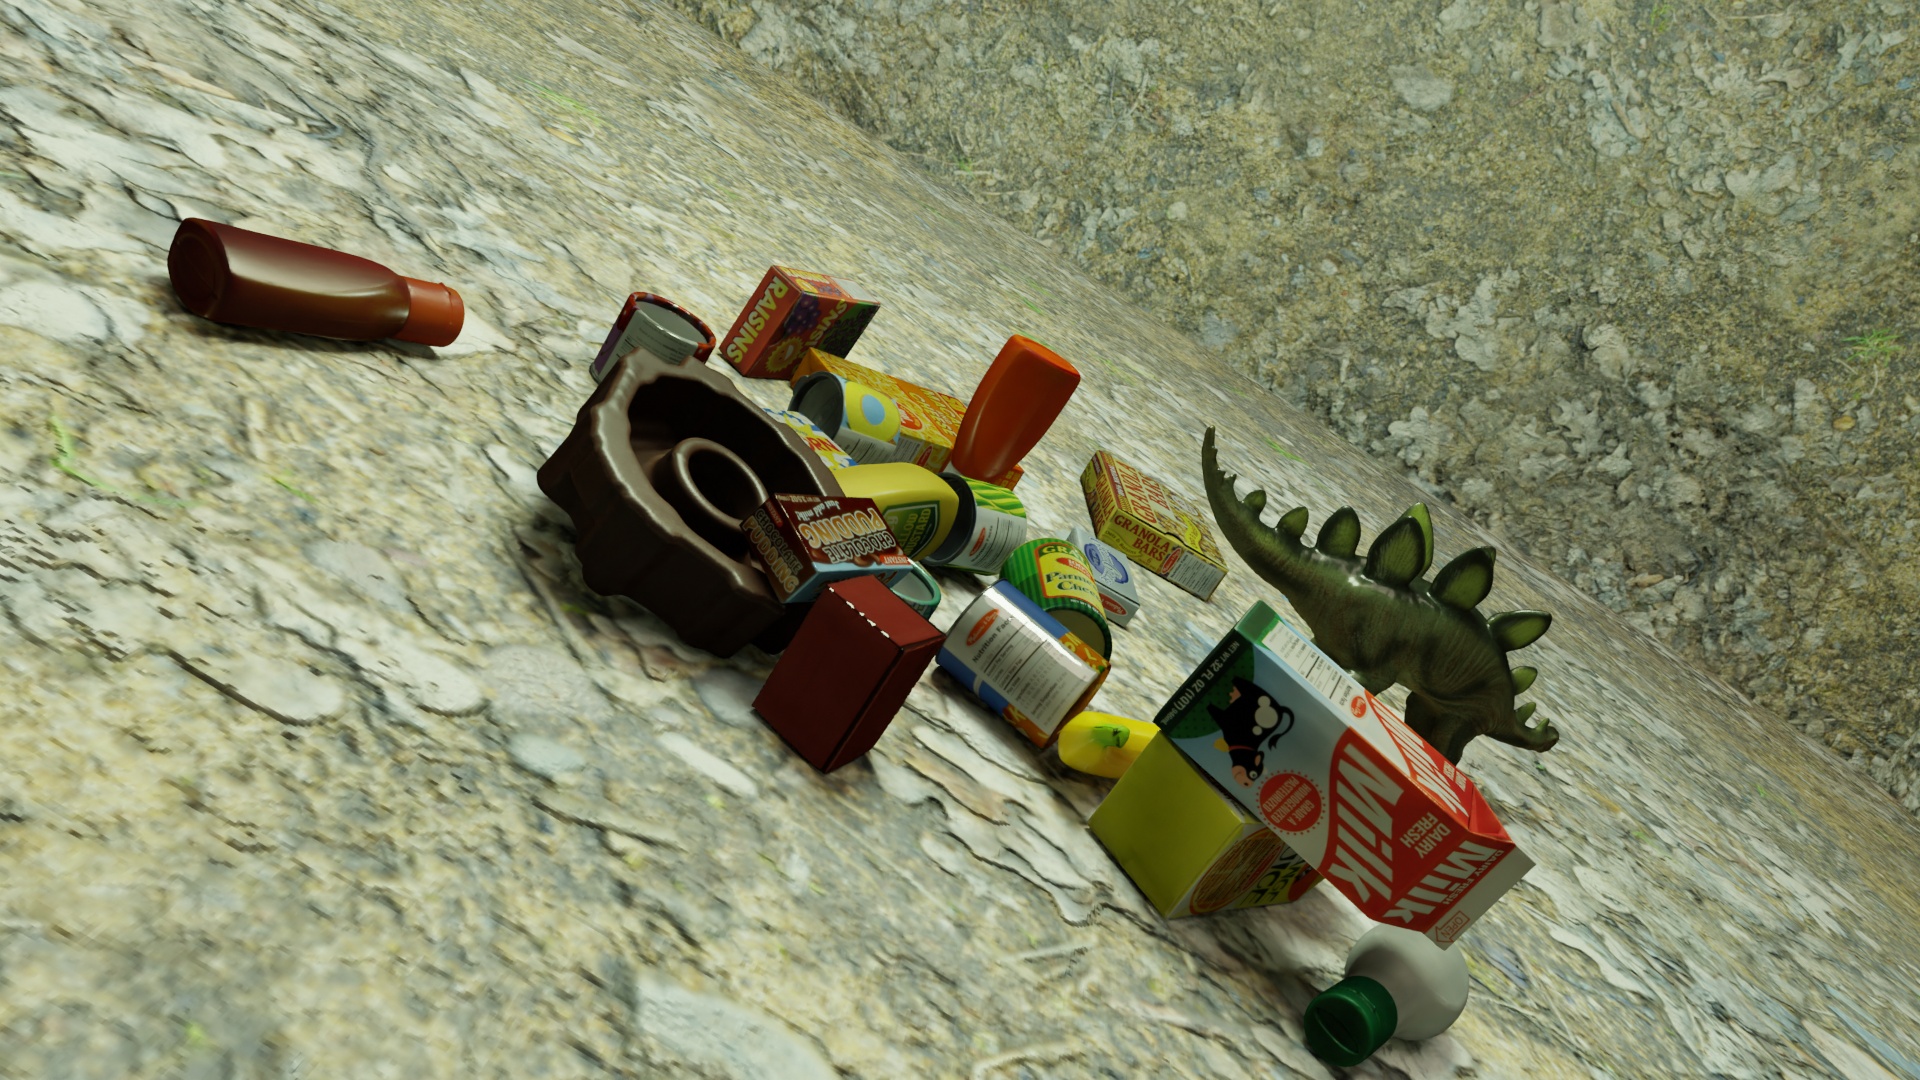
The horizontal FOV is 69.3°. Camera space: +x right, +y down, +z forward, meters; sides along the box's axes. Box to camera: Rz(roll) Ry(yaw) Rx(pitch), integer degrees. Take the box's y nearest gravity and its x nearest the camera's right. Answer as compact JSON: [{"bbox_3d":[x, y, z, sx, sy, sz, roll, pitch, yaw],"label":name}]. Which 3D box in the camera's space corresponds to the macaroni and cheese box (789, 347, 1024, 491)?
[{"bbox_3d":[-0.043,-0.092,1.145,0.166,0.040,0.124,15,26,-42],"label":"macaroni and cheese box"}]

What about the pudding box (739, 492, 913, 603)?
[{"bbox_3d":[-0.067,0.004,0.710,0.084,0.030,0.050,1,54,-57],"label":"pudding box"}]

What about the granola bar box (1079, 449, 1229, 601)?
[{"bbox_3d":[0.182,-0.018,1.329,0.124,0.039,0.166,29,19,-12],"label":"granola bar box"}]

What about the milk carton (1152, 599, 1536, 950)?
[{"bbox_3d":[0.201,0.125,0.727,0.191,0.072,0.073,41,22,11],"label":"milk carton"}]

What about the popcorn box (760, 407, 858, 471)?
[{"bbox_3d":[-0.125,-0.051,0.911,0.085,0.038,0.127,43,21,24],"label":"popcorn box"}]

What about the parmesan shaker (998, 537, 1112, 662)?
[{"bbox_3d":[0.064,0.050,0.926,0.071,0.071,0.103,28,19,-15],"label":"parmesan shaker"}]

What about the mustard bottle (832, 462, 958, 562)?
[{"bbox_3d":[-0.068,-0.016,0.886,0.049,0.065,0.160,38,24,30],"label":"mustard bottle"}]

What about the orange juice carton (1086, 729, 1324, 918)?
[{"bbox_3d":[0.167,0.161,0.805,0.193,0.072,0.072,11,30,-49],"label":"orange juice carton"}]

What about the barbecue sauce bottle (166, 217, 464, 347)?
[{"bbox_3d":[-0.344,-0.135,0.757,0.065,0.043,0.149,43,20,27],"label":"barbecue sauce bottle"}]

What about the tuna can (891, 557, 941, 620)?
[{"bbox_3d":[-0.046,0.033,0.841,0.071,0.032,0.071,29,18,-11],"label":"tuna can"}]

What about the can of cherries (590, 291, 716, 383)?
[{"bbox_3d":[-0.206,-0.127,0.938,0.071,0.058,0.072,29,19,-11],"label":"can of cherries"}]

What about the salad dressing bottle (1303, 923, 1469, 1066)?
[{"bbox_3d":[0.229,0.244,0.748,0.064,0.044,0.148,46,23,28],"label":"salad dressing bottle"}]

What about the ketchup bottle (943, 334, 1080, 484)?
[{"bbox_3d":[0.027,-0.081,1.063,0.065,0.148,0.044,25,20,-27],"label":"ketchup bottle"}]

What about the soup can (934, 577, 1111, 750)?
[{"bbox_3d":[0.038,0.074,0.827,0.084,0.071,0.071,39,19,15],"label":"soup can"}]

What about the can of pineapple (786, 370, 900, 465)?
[{"bbox_3d":[-0.086,-0.086,1.017,0.058,0.070,0.071,16,25,-44],"label":"can of pineapple"}]

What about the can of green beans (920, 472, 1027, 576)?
[{"bbox_3d":[0.005,-0.011,0.980,0.058,0.071,0.071,13,27,-47],"label":"can of green beans"}]

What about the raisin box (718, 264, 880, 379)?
[{"bbox_3d":[-0.130,-0.175,1.137,0.040,0.086,0.123,45,21,18],"label":"raisin box"}]

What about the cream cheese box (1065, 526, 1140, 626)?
[{"bbox_3d":[0.112,0.028,1.124,0.053,0.024,0.104,30,19,-11],"label":"cream cheese box"}]
